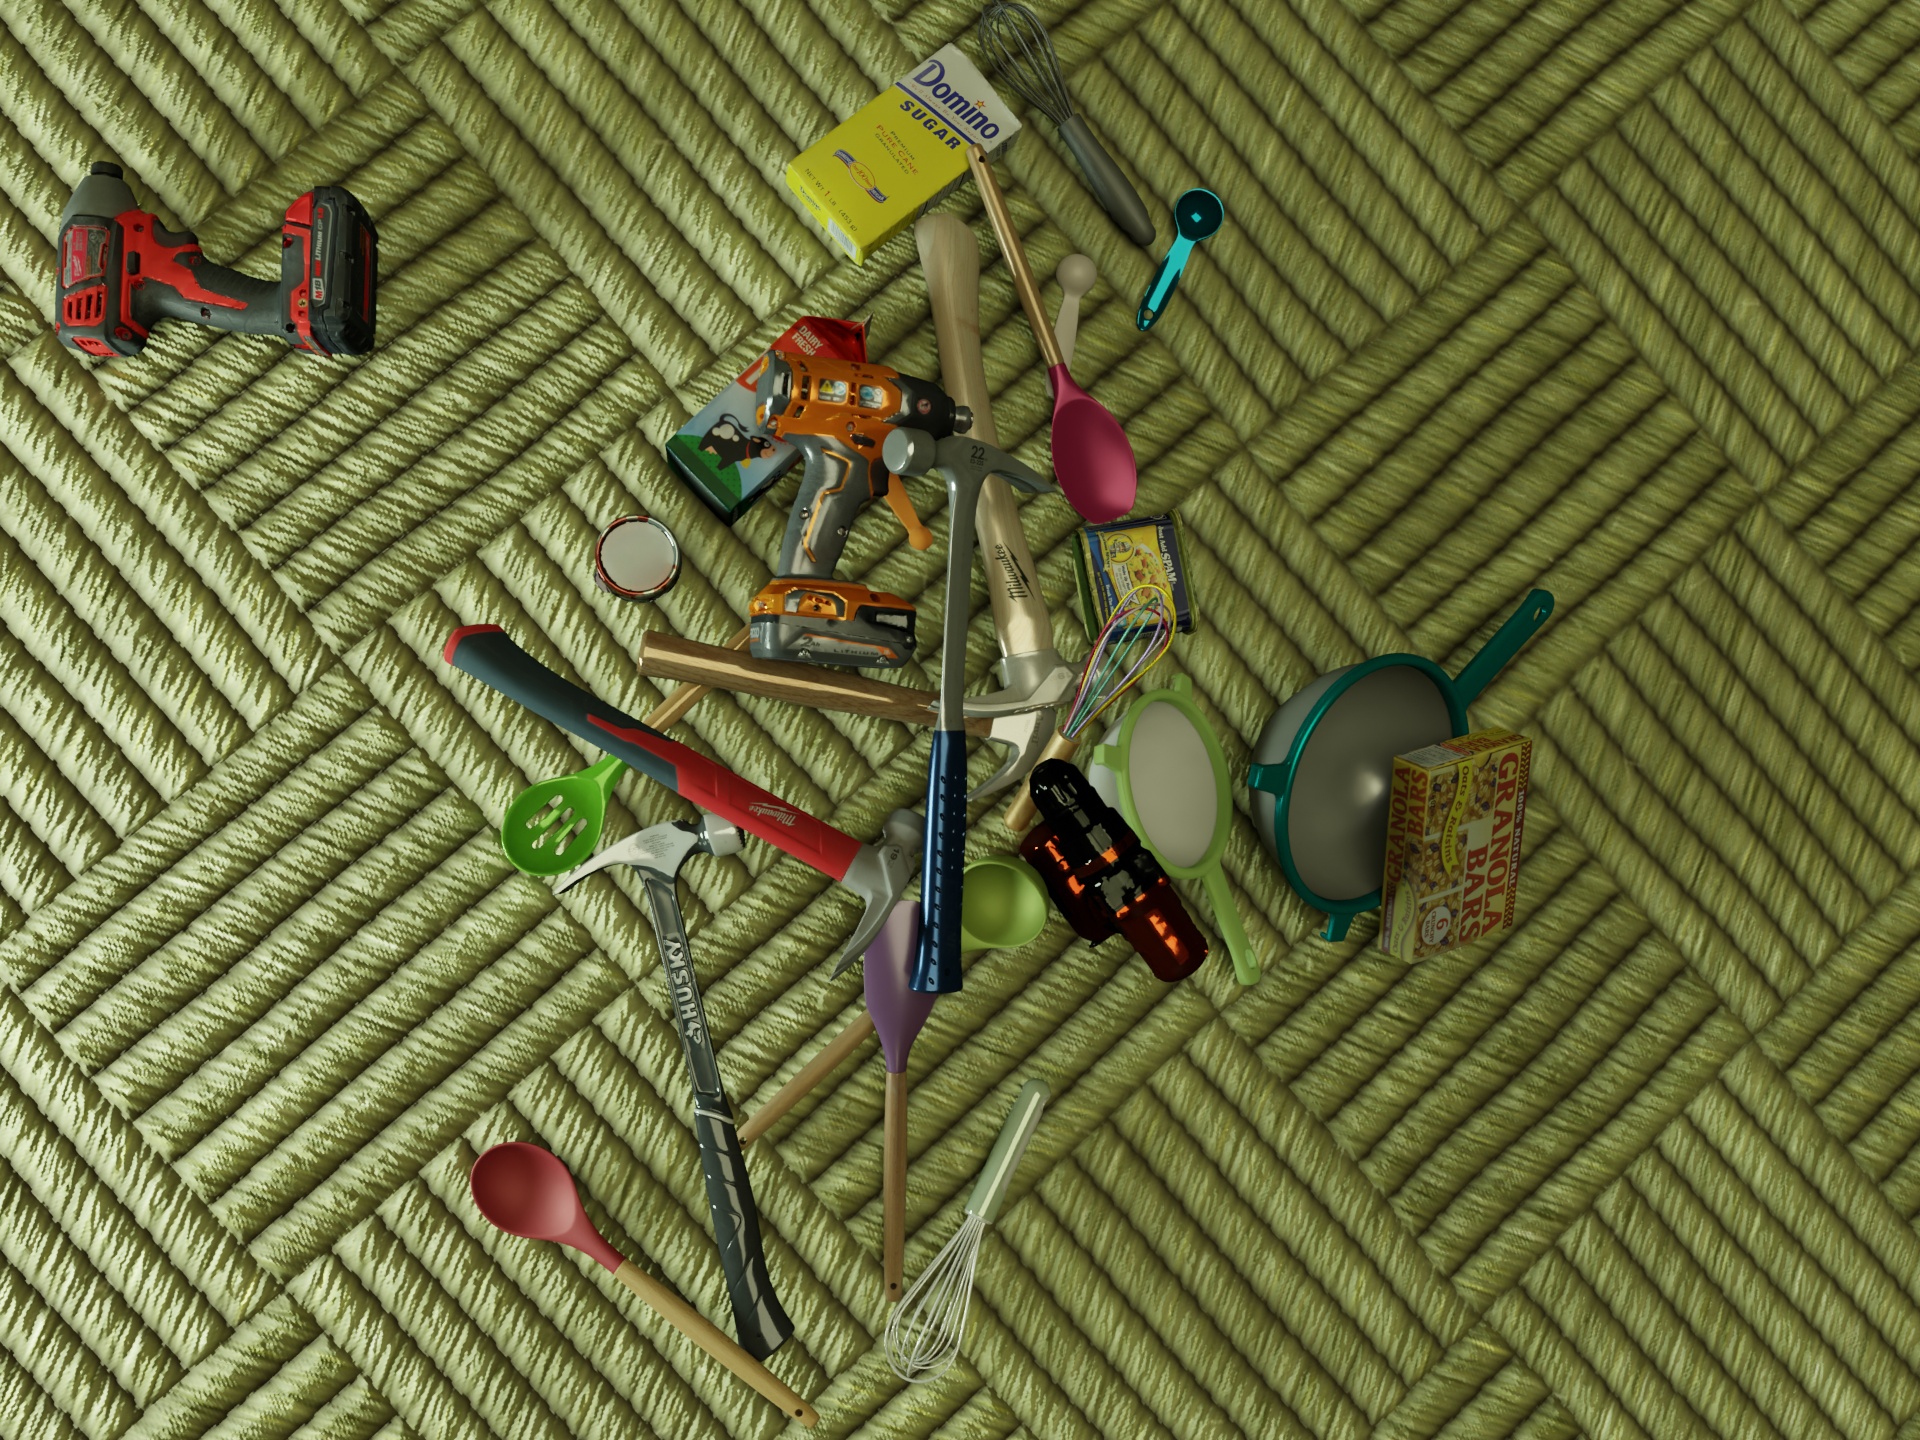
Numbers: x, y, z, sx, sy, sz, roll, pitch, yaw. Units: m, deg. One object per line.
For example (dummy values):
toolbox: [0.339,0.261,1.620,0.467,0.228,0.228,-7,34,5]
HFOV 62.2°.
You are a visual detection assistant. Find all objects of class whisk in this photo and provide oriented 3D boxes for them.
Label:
whisk: [0.091,-0.494,1.314,0.055,0.055,0.239,-36,95,-9]
whisk: [0.011,0.392,1.233,0.059,0.057,0.246,22,77,22]
whisk: [0.095,-0.003,1.209,0.047,0.051,0.245,31,122,1]

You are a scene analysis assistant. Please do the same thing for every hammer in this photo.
hammer: [-0.196,0.280,1.202,0.149,0.036,0.409,-13,86,-1]
hammer: [-0.086,-0.019,1.244,0.331,0.031,0.130,11,85,-12]
hammer: [-0.218,0.046,1.182,0.386,0.038,0.143,29,57,1]
hammer: [0.009,-0.206,1.263,0.146,0.038,0.411,-10,81,-13]
hammer: [-0.002,-0.004,1.171,0.144,0.035,0.405,1,93,-40]

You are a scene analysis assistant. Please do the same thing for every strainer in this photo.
strainer: [0.344,-0.001,1.281,0.340,0.095,0.210,-43,124,-18]
strainer: [0.168,0.101,1.270,0.151,0.069,0.256,-38,110,-47]

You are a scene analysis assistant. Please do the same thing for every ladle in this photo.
ladle: [-0.231,0.419,1.176,0.315,0.031,0.069,36,90,8]
ladle: [-0.059,0.224,1.231,0.320,0.062,0.078,-42,94,-7]

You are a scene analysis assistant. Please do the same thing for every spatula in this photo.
spatula: [-0.047,0.292,1.217,0.059,0.018,0.316,1,96,-4]

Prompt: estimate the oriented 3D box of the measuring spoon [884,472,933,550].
measuring spoon: [-0.056,-0.190,1.284,0.021,0.011,0.117,-30,90,-9]

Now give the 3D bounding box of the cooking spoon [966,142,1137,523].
cooking spoon: [0.068,-0.312,1.290,0.069,0.017,0.319,-23,98,-11]

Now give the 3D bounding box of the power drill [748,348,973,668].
power drill: [-0.075,-0.154,1.189,0.164,0.084,0.226,4,90,-17]

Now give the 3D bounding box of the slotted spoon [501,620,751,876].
slotted spoon: [-0.230,0.000,1.238,0.070,0.031,0.314,45,79,-3]

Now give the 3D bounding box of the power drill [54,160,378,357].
power drill: [-0.560,-0.345,1.193,0.219,0.078,0.143,0,85,-5]

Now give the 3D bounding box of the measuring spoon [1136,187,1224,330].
measuring spoon: [0.179,-0.384,1.335,0.042,0.021,0.128,27,91,-5]

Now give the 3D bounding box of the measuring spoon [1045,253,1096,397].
measuring spoon: [0.089,-0.327,1.313,0.034,0.018,0.124,12,85,-7]
